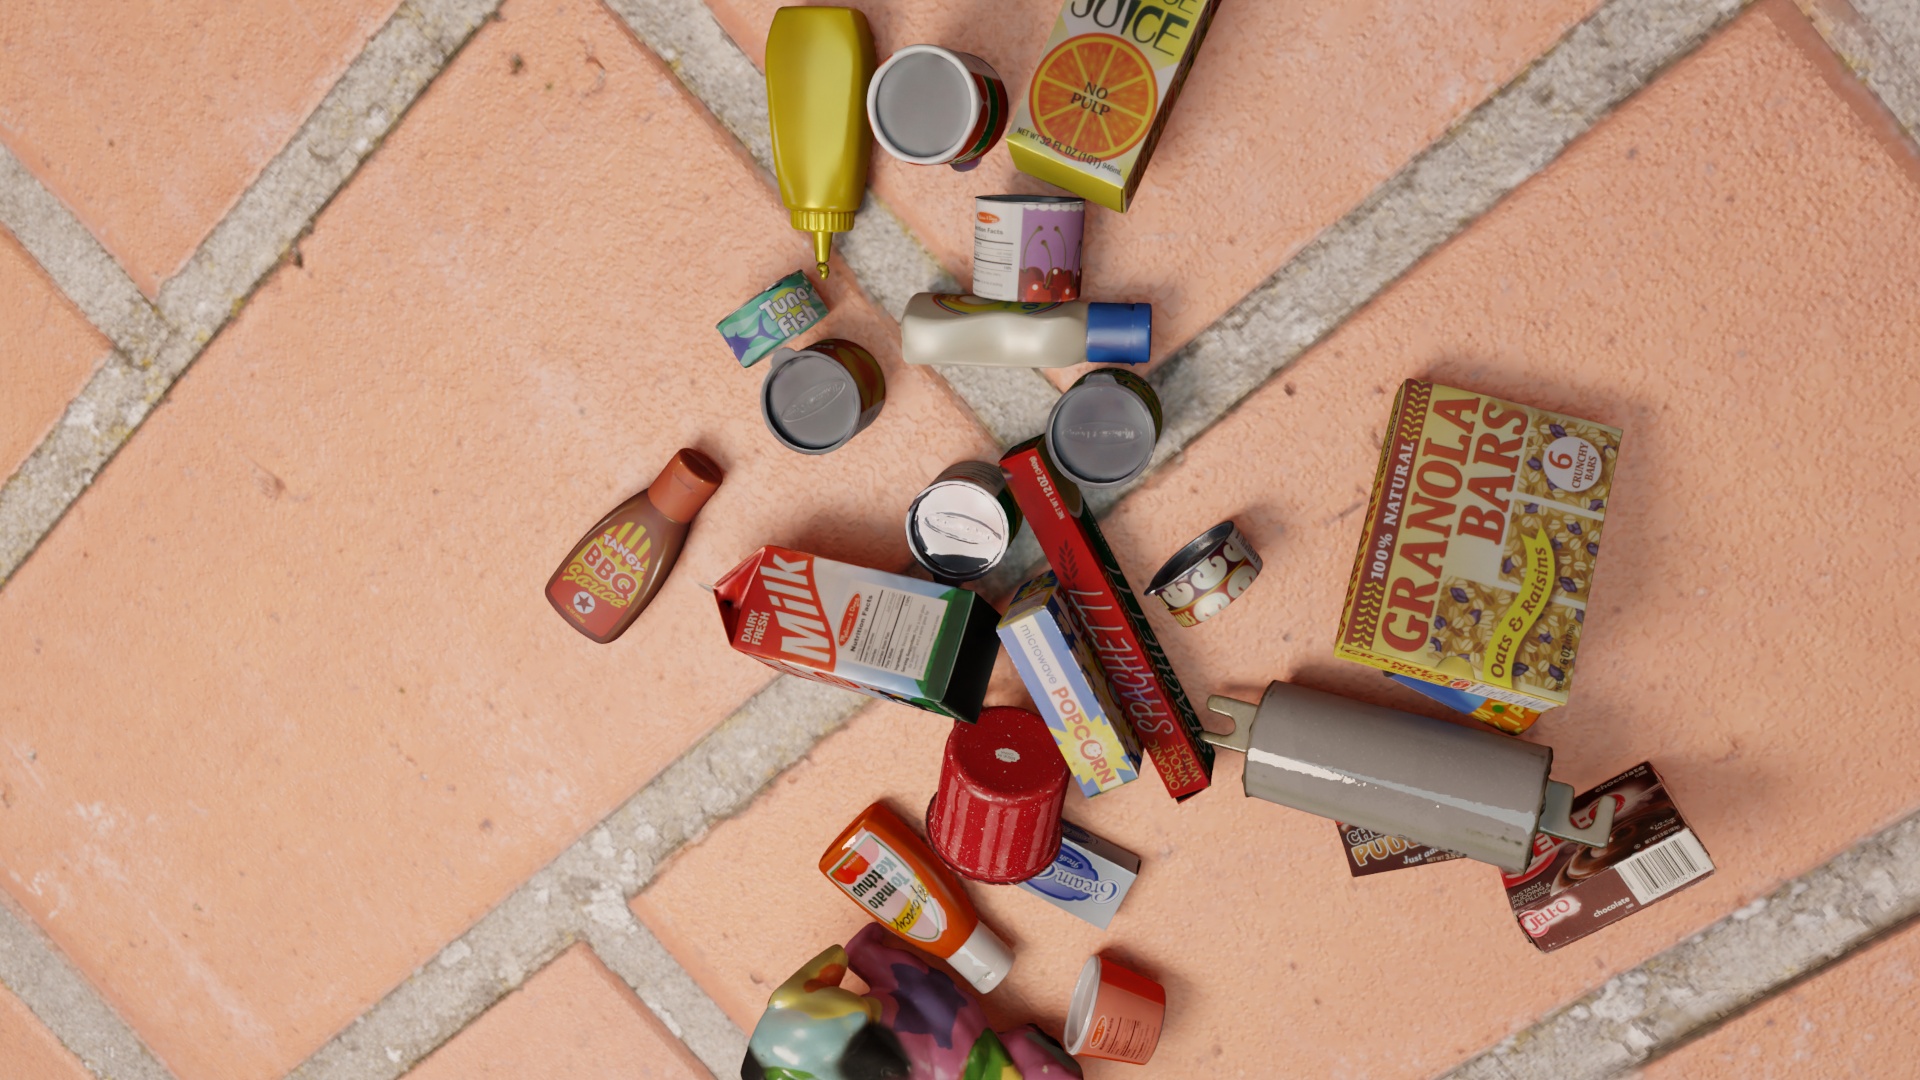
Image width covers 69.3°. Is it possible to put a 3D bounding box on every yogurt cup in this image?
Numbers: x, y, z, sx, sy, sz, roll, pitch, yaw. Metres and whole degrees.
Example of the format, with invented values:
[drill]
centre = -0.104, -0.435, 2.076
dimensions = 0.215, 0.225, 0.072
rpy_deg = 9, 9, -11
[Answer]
[yogurt cup]
centre = 0.107, 0.326, 0.956
dimensions = 0.054, 0.072, 0.072
rpy_deg = 17, 109, -1

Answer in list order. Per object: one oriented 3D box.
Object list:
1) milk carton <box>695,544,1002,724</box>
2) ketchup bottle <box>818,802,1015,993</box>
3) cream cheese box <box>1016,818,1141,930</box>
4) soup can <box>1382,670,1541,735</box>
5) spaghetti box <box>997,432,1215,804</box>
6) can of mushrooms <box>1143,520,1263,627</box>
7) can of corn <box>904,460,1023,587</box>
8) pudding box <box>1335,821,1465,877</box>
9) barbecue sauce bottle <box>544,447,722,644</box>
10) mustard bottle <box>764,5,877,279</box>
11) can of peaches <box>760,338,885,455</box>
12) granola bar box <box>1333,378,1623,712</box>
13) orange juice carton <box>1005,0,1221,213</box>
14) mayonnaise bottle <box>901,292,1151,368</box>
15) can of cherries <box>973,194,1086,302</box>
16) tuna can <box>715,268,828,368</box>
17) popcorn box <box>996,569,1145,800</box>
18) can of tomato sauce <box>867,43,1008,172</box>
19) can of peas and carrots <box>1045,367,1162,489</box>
[milk carton]
centre = -0.076, 0.055, 0.893
dimensions = 0.190, 0.072, 0.073
rpy_deg = 12, 76, 22
[ketchup bottle]
centre = -0.027, 0.255, 0.977
dimensions = 0.149, 0.044, 0.064
rpy_deg = 43, 110, -2
[cream cheese box]
centre = 0.066, 0.221, 0.956
dimensions = 0.104, 0.024, 0.053
rpy_deg = 25, 111, 5
[soup can]
centre = 0.309, 0.069, 0.834
dimensions = 0.084, 0.071, 0.071
rpy_deg = 26, 110, 4
[spaghetti box]
centre = 0.097, 0.049, 0.887
dimensions = 0.028, 0.050, 0.249
rpy_deg = -25, 99, 20
[can of mushrooms]
centre = 0.150, 0.022, 0.858
dimensions = 0.071, 0.071, 0.033
rpy_deg = -38, 96, 20
[can of corn]
centre = 0.003, -0.011, 0.887
dimensions = 0.071, 0.058, 0.071
rpy_deg = 3, 106, 12
[pudding box]
centre = 0.286, 0.181, 0.891
dimensions = 0.083, 0.030, 0.049
rpy_deg = -15, 101, 16
[barbecue sauce bottle]
centre = -0.219, 0.001, 0.949
dimensions = 0.065, 0.044, 0.148
rpy_deg = 43, 110, 0
[mustard bottle]
centre = -0.085, -0.240, 0.848
dimensions = 0.065, 0.049, 0.159
rpy_deg = 6, 107, 12
[can of peaches]
centre = -0.088, -0.095, 0.884
dimensions = 0.071, 0.058, 0.071
rpy_deg = 4, 106, 13
[granola bar box]
centre = 0.295, 0.001, 0.794
dimensions = 0.124, 0.039, 0.166
rpy_deg = 15, 78, 9
[orange juice carton]
centre = 0.097, -0.287, 0.766
dimensions = 0.072, 0.073, 0.192
rpy_deg = 24, 93, 6
[mayonnaise bottle]
centre = 0.041, -0.128, 0.845
dimensions = 0.148, 0.065, 0.041
rpy_deg = 2, 115, 8
[can of cherries]
centre = 0.043, -0.175, 0.829
dimensions = 0.071, 0.072, 0.058
rpy_deg = 5, 107, 12
[tuna can]
centre = -0.117, -0.140, 0.872
dimensions = 0.071, 0.071, 0.033
rpy_deg = -31, 99, 19
[popcorn box]
centre = 0.073, 0.088, 0.884
dimensions = 0.038, 0.085, 0.126
rpy_deg = -26, 98, 17
[can of tomato sauce]
centre = -0.012, -0.251, 0.809
dimensions = 0.071, 0.083, 0.071
rpy_deg = 3, 106, 12
[can of peas and carrots]
centre = 0.089, -0.072, 0.850
dimensions = 0.071, 0.059, 0.070
rpy_deg = 3, 106, 12
